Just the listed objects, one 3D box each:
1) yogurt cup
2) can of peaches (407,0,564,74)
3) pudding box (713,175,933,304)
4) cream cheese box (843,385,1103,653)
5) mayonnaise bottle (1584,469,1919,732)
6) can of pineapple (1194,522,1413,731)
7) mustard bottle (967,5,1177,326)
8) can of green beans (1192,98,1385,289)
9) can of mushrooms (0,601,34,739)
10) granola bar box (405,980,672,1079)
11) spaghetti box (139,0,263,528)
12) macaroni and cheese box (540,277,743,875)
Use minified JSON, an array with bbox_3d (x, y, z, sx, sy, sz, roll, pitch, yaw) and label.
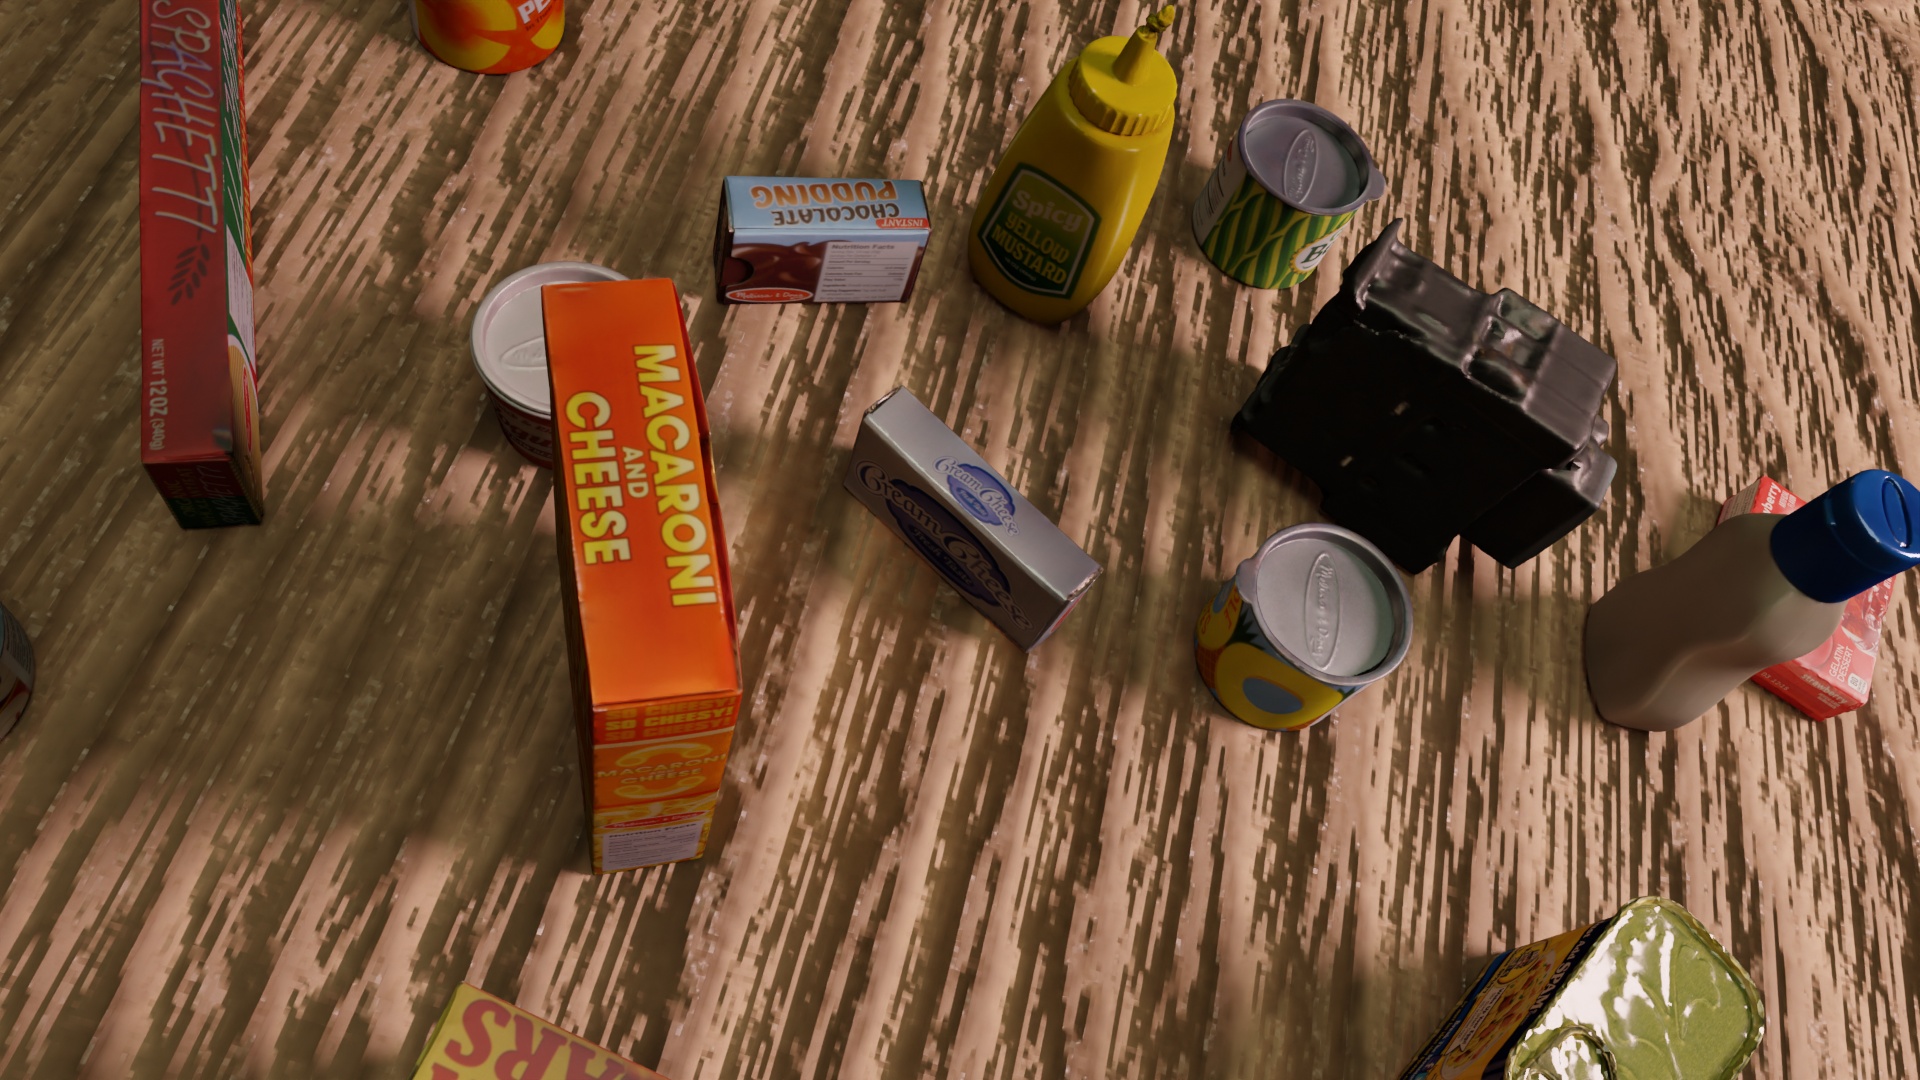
[{"bbox_3d":[-0.144,-0.061,0.516,0.072,0.053,0.072,6,62,-12],"label":"yogurt cup"},{"bbox_3d":[-0.201,-0.242,0.592,0.071,0.057,0.071,6,62,-12],"label":"can of peaches"},{"bbox_3d":[-0.058,-0.123,0.573,0.084,0.049,0.030,-4,65,-17],"label":"pudding box"},{"bbox_3d":[0.002,-0.007,0.527,0.104,0.053,0.024,43,61,9],"label":"cream cheese box"},{"bbox_3d":[0.303,0.023,0.537,0.041,0.147,0.065,14,61,-8],"label":"mayonnaise bottle"},{"bbox_3d":[0.129,0.034,0.538,0.071,0.057,0.071,6,62,-12],"label":"can of pineapple"},{"bbox_3d":[0.049,-0.151,0.552,0.065,0.159,0.049,34,60,4],"label":"mustard bottle"},{"bbox_3d":[0.148,-0.159,0.642,0.071,0.057,0.071,6,62,-12],"label":"can of green beans"},{"bbox_3d":[-0.328,0.040,0.425,0.071,0.033,0.071,6,62,-12],"label":"can of mushrooms"},{"bbox_3d":[-0.064,0.180,0.372,0.165,0.123,0.039,26,60,-1],"label":"granola bar box"},{"bbox_3d":[-0.282,-0.125,0.514,0.029,0.050,0.251,-7,65,-18],"label":"spaghetti box"},{"bbox_3d":[-0.099,0.019,0.421,0.040,0.165,0.124,-6,65,-18],"label":"macaroni and cheese box"}]
